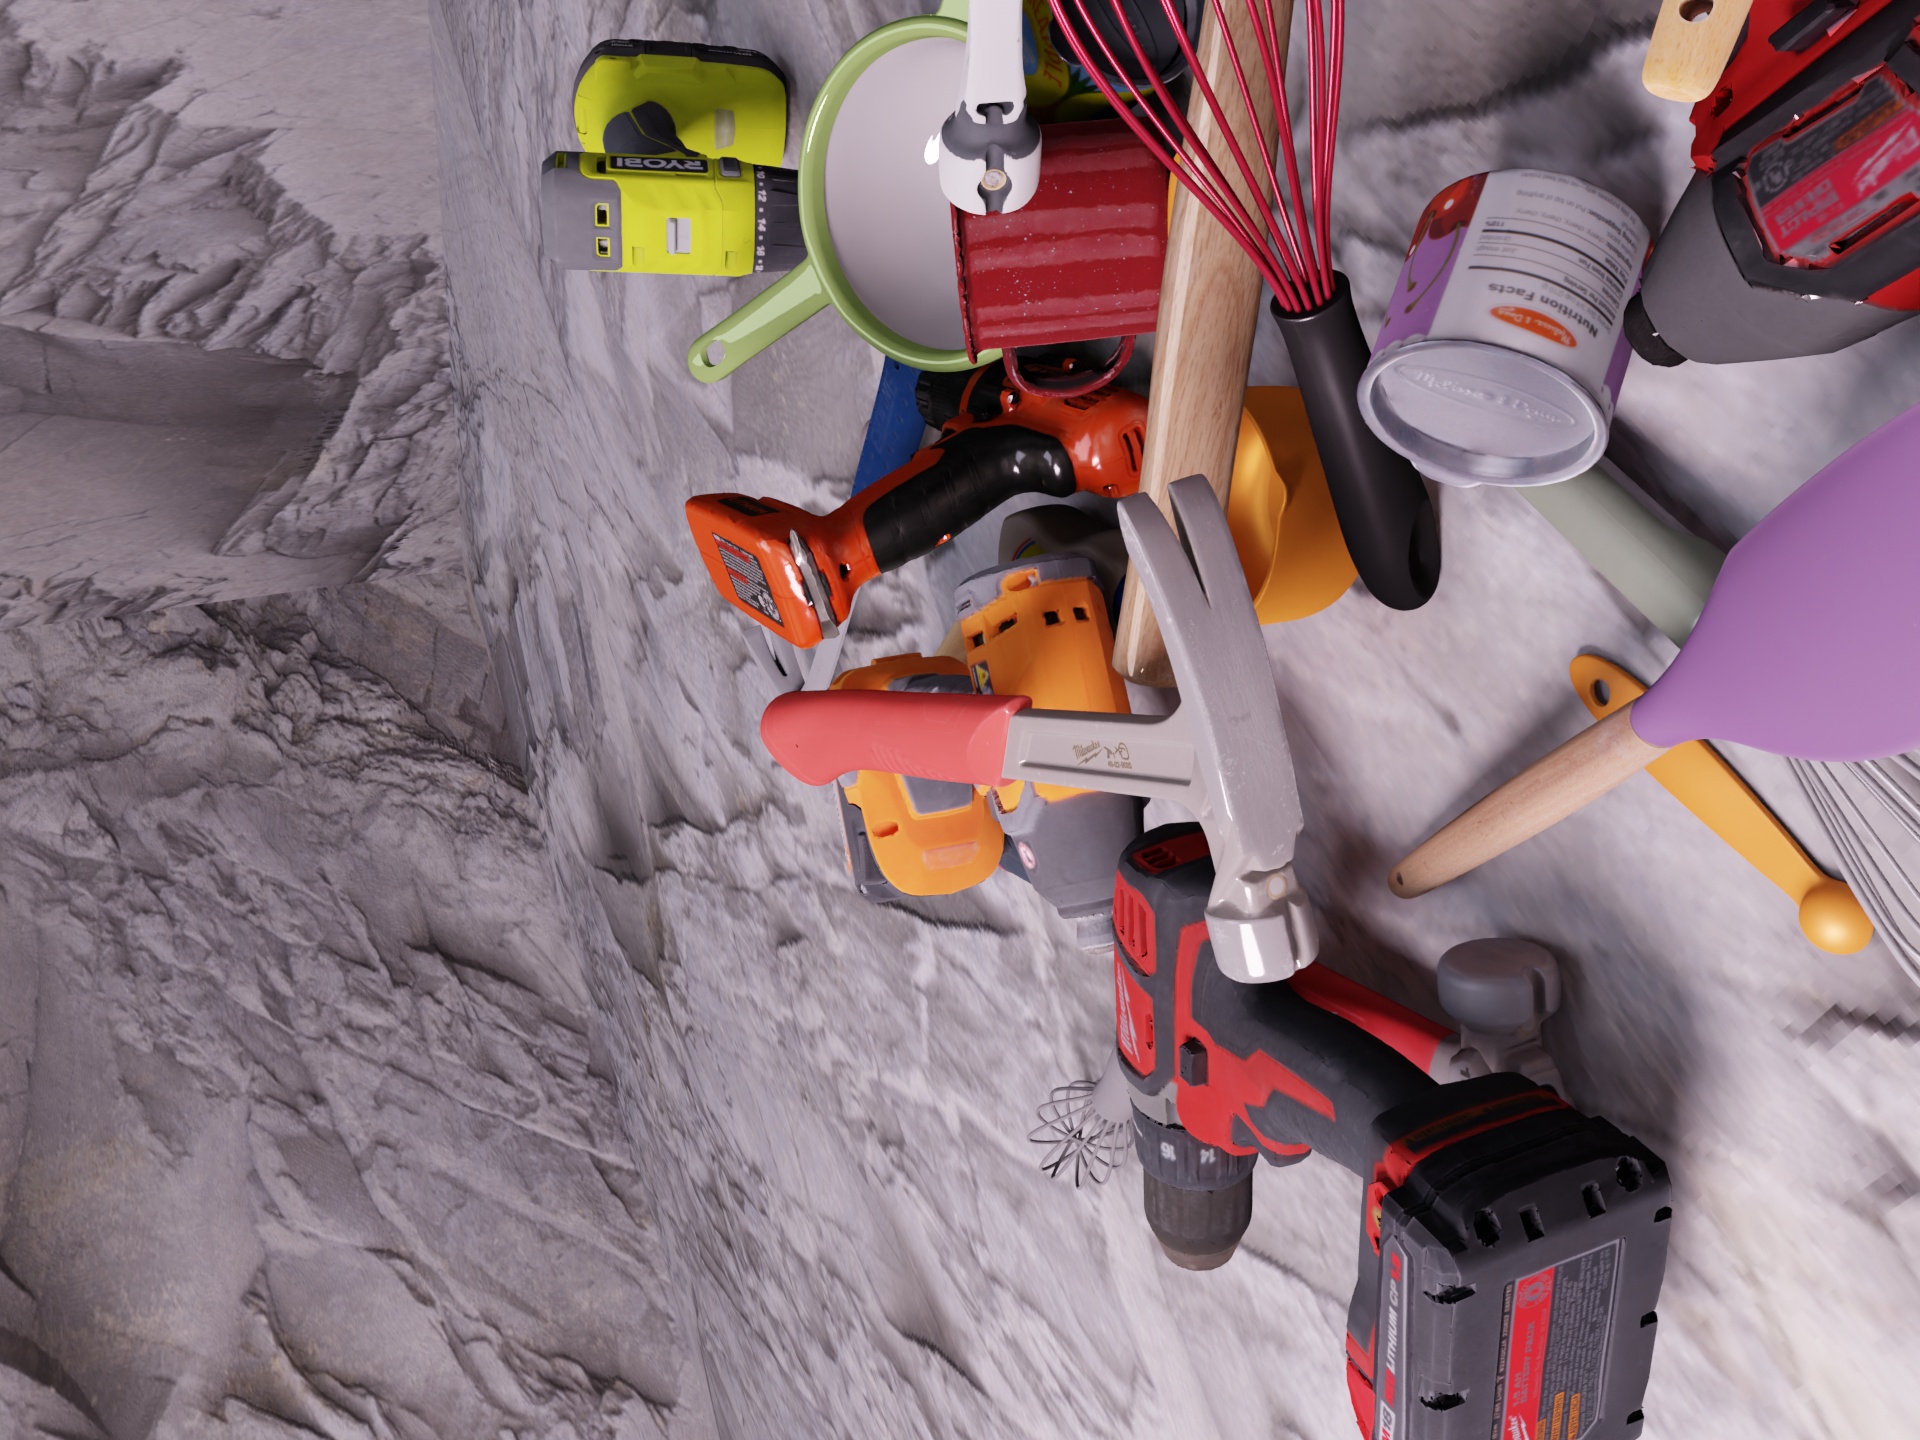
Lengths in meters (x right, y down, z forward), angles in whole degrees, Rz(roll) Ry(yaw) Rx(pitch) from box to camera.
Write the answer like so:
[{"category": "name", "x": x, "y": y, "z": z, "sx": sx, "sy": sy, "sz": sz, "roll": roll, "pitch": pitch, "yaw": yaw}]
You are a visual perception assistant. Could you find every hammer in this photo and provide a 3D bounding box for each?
[{"category": "hammer", "x": 0.083, "y": -0.168, "z": 0.482, "sx": 0.031, "sy": 0.130, "sz": 0.331, "roll": -138, "pitch": 47, "yaw": -55}, {"category": "hammer", "x": -0.006, "y": -0.389, "z": 0.605, "sx": 0.149, "sy": 0.036, "sz": 0.409, "roll": 89, "pitch": 176, "yaw": -59}, {"category": "hammer", "x": -0.001, "y": -0.002, "z": 0.609, "sx": 0.359, "sy": 0.036, "sz": 0.149, "roll": 5, "pitch": 113, "yaw": 62}, {"category": "hammer", "x": 0.111, "y": 0.115, "z": 0.688, "sx": 0.386, "sy": 0.038, "sz": 0.143, "roll": -157, "pitch": 58, "yaw": -64}, {"category": "hammer", "x": -0.069, "y": -0.100, "z": 0.989, "sx": 0.144, "sy": 0.035, "sz": 0.405, "roll": 59, "pitch": 152, "yaw": 21}]

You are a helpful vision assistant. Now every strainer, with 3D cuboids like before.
[{"category": "strainer", "x": -0.034, "y": -0.225, "z": 0.761, "sx": 0.256, "sy": 0.069, "sz": 0.151, "roll": -21, "pitch": 95, "yaw": 42}]

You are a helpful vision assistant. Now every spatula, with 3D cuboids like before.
[{"category": "spatula", "x": 0.175, "y": 0.010, "z": 0.426, "sx": 0.315, "sy": 0.018, "sz": 0.060, "roll": 107, "pitch": 149, "yaw": -71}]

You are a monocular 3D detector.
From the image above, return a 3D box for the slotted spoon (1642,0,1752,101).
[{"category": "slotted spoon", "x": 0.174, "y": -0.264, "z": 0.262, "sx": 0.070, "sy": 0.031, "sz": 0.313, "roll": 24, "pitch": 106, "yaw": 30}]

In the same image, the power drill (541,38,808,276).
[{"category": "power drill", "x": -0.150, "y": -0.334, "z": 0.958, "sx": 0.229, "sy": 0.190, "sz": 0.080, "roll": -105, "pitch": 18, "yaw": -50}]

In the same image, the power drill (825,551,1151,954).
[{"category": "power drill", "x": 0.011, "y": 0.029, "z": 0.731, "sx": 0.226, "sy": 0.084, "sz": 0.164, "roll": 156, "pitch": 103, "yaw": -65}]

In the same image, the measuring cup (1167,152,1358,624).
[{"category": "measuring cup", "x": 0.106, "y": -0.120, "z": 0.578, "sx": 0.095, "sy": 0.052, "sz": 0.173, "roll": 177, "pitch": 89, "yaw": -66}]

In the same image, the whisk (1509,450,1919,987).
[{"category": "whisk", "x": 0.203, "y": -0.019, "z": 0.406, "sx": 0.059, "sy": 0.057, "sz": 0.247, "roll": -47, "pitch": 45, "yaw": 20}]

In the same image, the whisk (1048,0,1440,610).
[{"category": "whisk", "x": 0.093, "y": -0.136, "z": 0.448, "sx": 0.295, "sy": 0.073, "sz": 0.073, "roll": 57, "pitch": 176, "yaw": -40}]

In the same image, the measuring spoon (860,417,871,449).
[{"category": "measuring spoon", "x": -0.032, "y": -0.149, "z": 0.934, "sx": 0.124, "sy": 0.018, "sz": 0.034, "roll": -133, "pitch": 39, "yaw": -51}]

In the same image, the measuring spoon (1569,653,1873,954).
[{"category": "measuring spoon", "x": 0.207, "y": 0.020, "z": 0.446, "sx": 0.021, "sy": 0.011, "sz": 0.117, "roll": 101, "pitch": 149, "yaw": -41}]

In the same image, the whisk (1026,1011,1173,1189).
[{"category": "whisk", "x": 0.070, "y": 0.177, "z": 0.749, "sx": 0.238, "sy": 0.055, "sz": 0.055, "roll": 103, "pitch": 149, "yaw": -62}]

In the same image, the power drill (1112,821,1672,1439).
[{"category": "power drill", "x": 0.121, "y": 0.157, "z": 0.540, "sx": 0.227, "sy": 0.080, "sz": 0.187, "roll": -138, "pitch": 40, "yaw": -59}]

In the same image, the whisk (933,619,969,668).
[{"category": "whisk", "x": -0.031, "y": 0.004, "z": 0.971, "sx": 0.245, "sy": 0.047, "sz": 0.051, "roll": -55, "pitch": 49, "yaw": 56}]

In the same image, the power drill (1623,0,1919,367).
[{"category": "power drill", "x": 0.175, "y": -0.191, "z": 0.353, "sx": 0.143, "sy": 0.078, "sz": 0.220, "roll": -39, "pitch": 67, "yaw": 65}]
